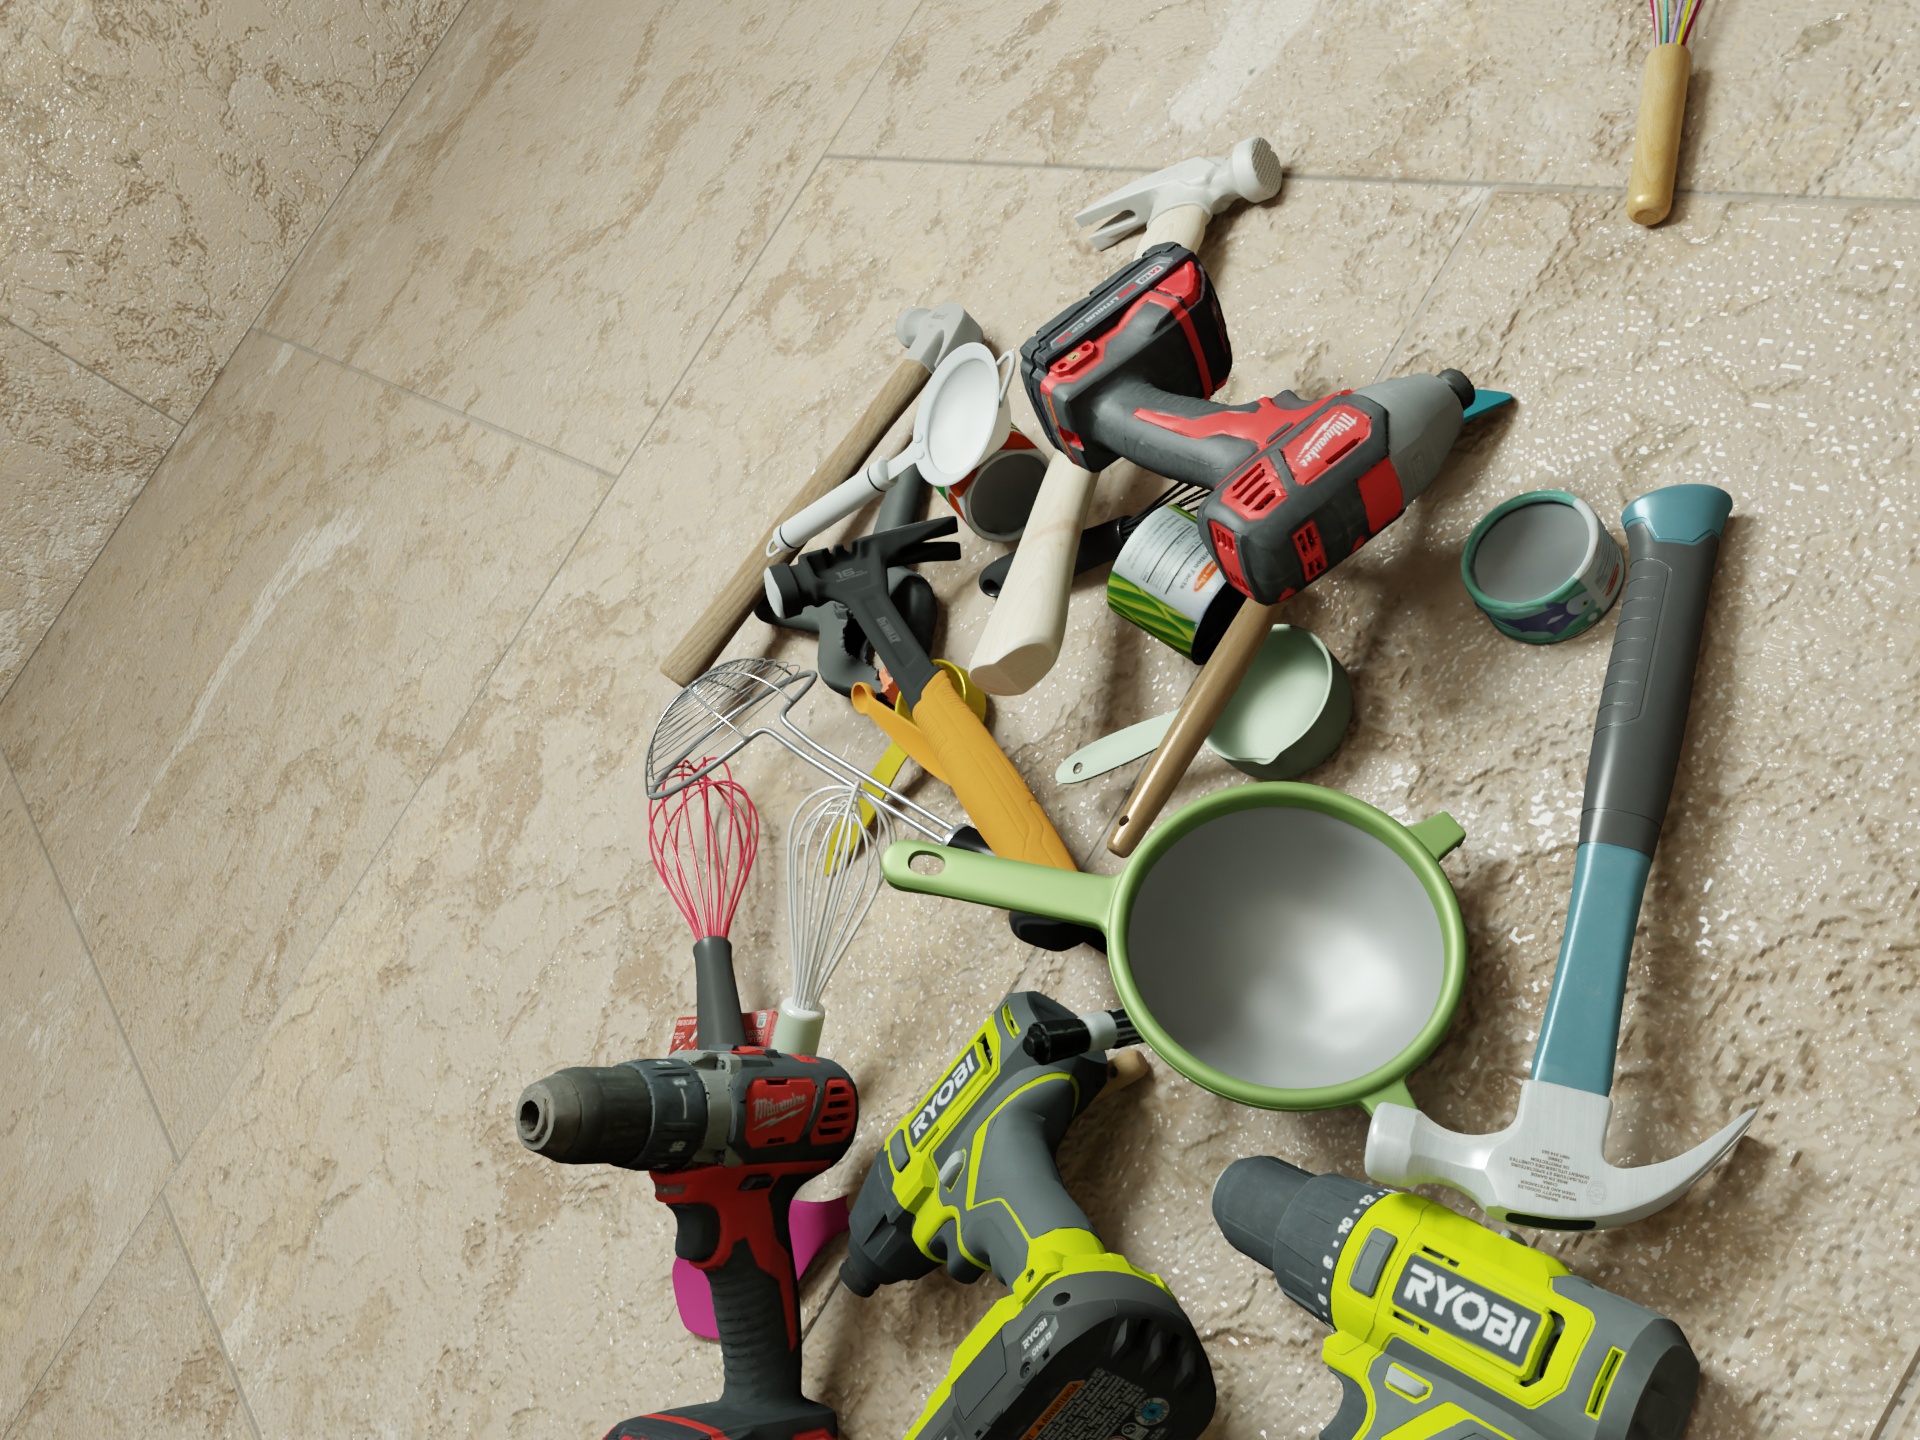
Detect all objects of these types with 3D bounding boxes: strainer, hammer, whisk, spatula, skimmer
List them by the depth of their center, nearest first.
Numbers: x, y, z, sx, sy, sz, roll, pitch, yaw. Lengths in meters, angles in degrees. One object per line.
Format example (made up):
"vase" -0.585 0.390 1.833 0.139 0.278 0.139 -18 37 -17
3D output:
"hammer" 0.265 0.042 0.642 0.128 0.033 0.331 11 65 22
"strainer" 0.090 0.098 0.711 0.256 0.069 0.152 10 60 15
"spatula" 0.163 -0.060 0.787 0.082 0.044 0.317 17 68 47
"whisk" 0.374 -0.366 0.830 0.047 0.051 0.245 1 67 38
"whisk" -0.083 0.148 0.858 0.059 0.058 0.246 -73 -4 -76
"hammer" -0.001 -0.003 0.883 0.127 0.034 0.337 -18 44 -14
"skimmer" -0.044 0.059 0.912 0.364 0.090 0.127 29 57 31
"whisk" 0.099 -0.105 0.917 0.239 0.055 0.055 -14 55 44
"hammer" 0.077 -0.187 0.950 0.146 0.038 0.411 -8 50 42
"whisk" -0.151 0.124 0.963 0.073 0.073 0.296 -39 37 18
"strainer" -0.041 -0.157 0.987 0.258 0.050 0.087 -25 60 41
"hammer" -0.097 -0.157 1.109 0.331 0.031 0.130 -53 28 -5

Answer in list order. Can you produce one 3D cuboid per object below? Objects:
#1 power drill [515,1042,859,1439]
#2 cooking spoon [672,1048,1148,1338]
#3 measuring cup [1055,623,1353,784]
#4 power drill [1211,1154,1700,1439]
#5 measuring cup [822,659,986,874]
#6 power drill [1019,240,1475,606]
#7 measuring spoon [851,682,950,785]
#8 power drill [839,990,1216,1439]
"power drill" -0.130 0.267 0.749 0.080 0.187 0.227 -9 74 39
"cooking spoon" -0.035 0.243 0.827 0.319 0.017 0.069 -33 59 23
"measuring cup" 0.125 0.009 0.819 0.167 0.038 0.083 -24 49 34
"power drill" 0.138 0.286 0.590 0.191 0.080 0.228 15 72 48
"measuring cup" -0.036 0.033 0.971 0.156 0.029 0.062 -57 47 16
"power drill" 0.139 -0.154 0.789 0.143 0.078 0.220 -37 43 -7
"measuring spoon" -0.028 0.008 0.943 0.117 0.011 0.021 37 129 40
"power drill" 0.013 0.240 0.684 0.171 0.080 0.223 -52 21 11
